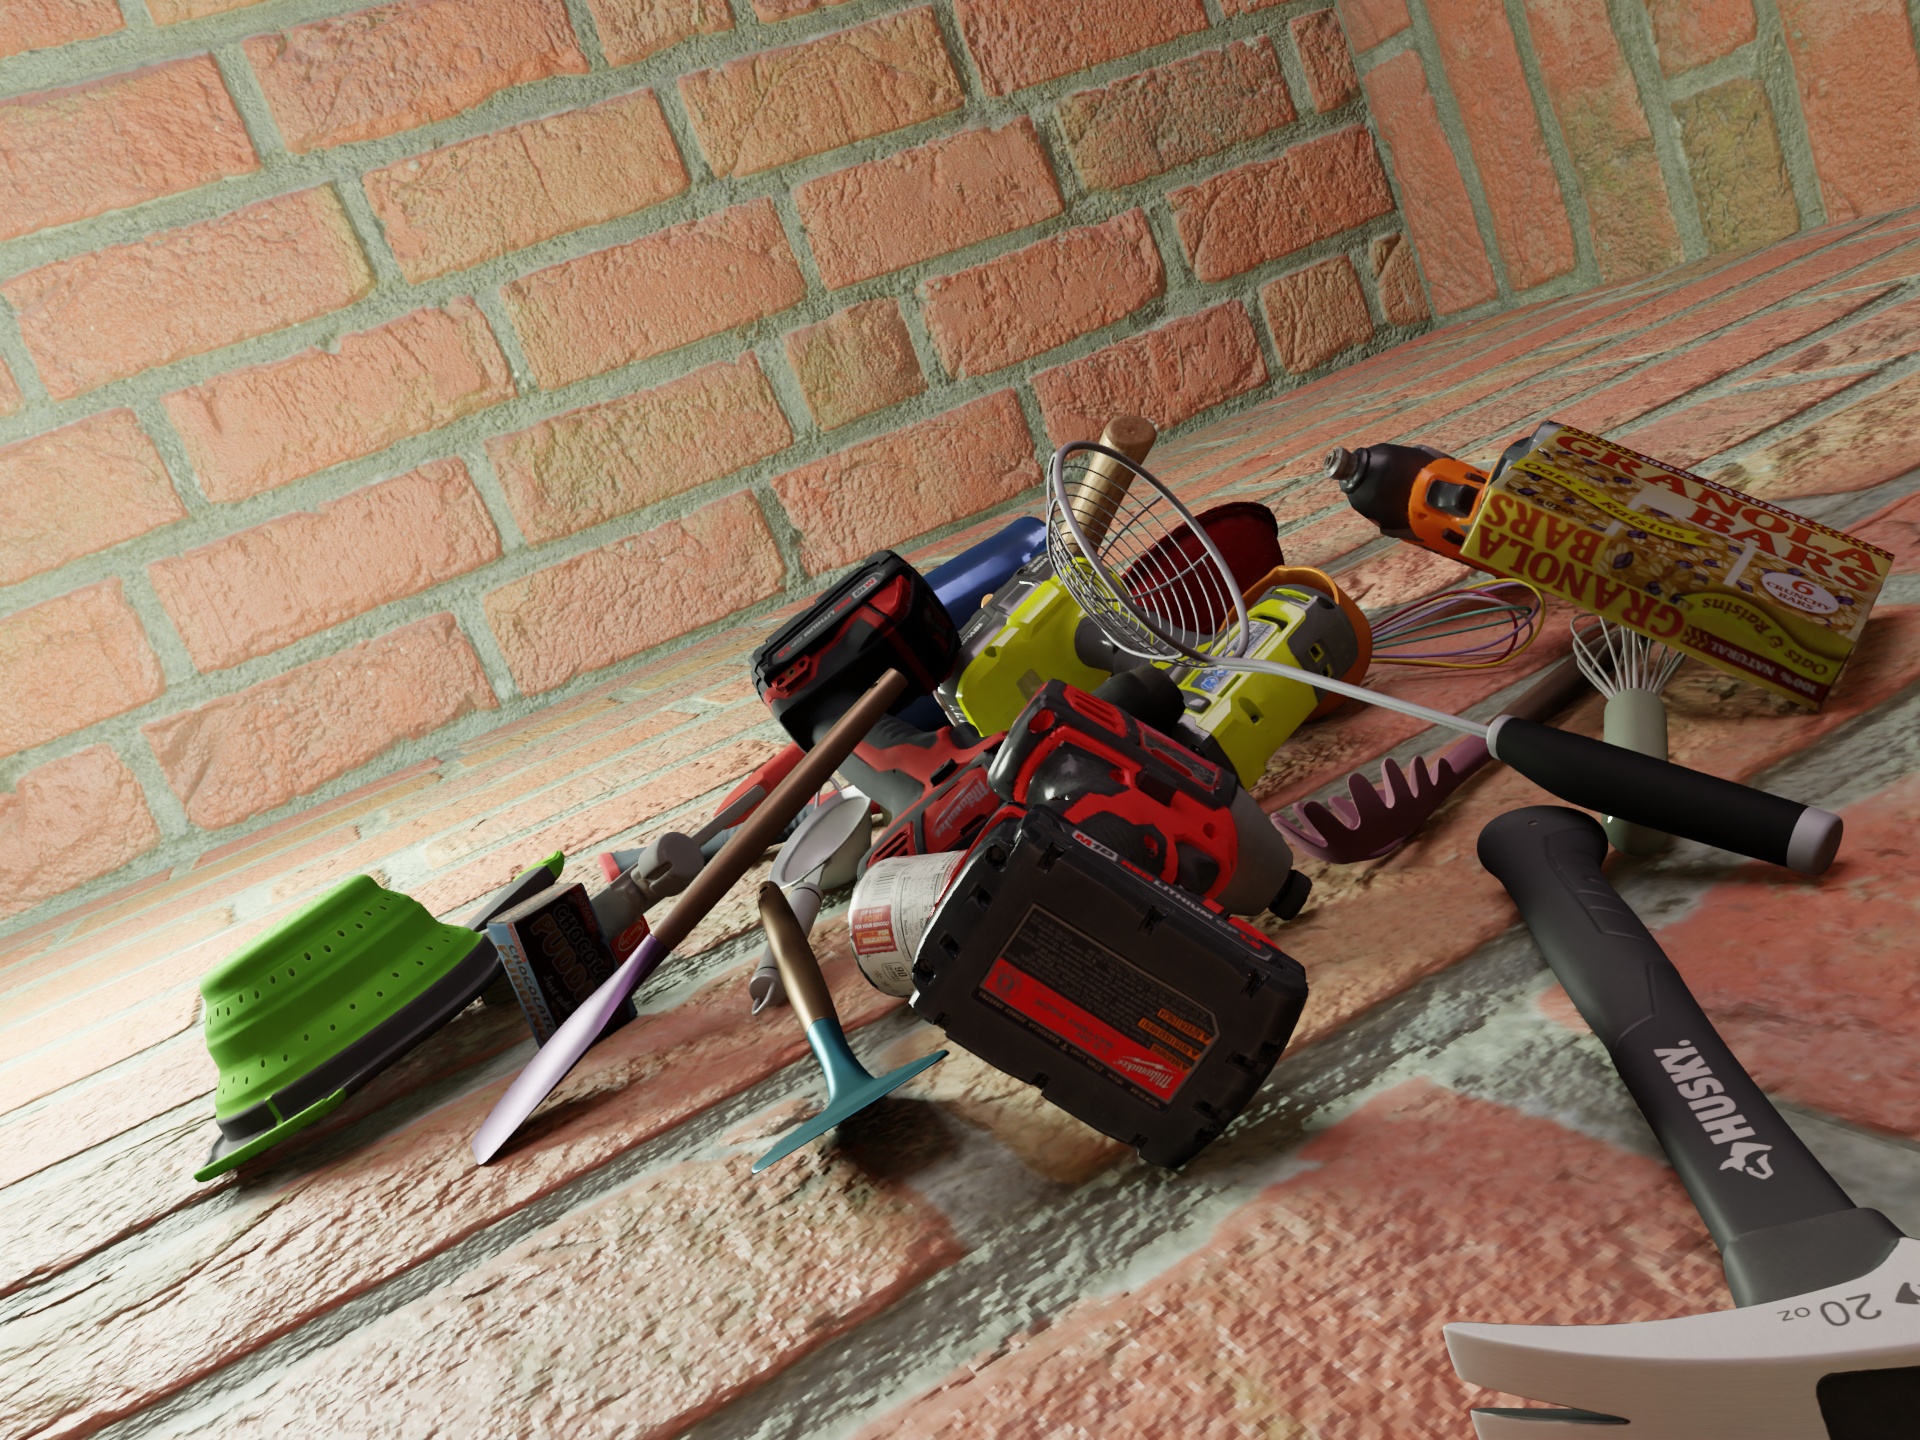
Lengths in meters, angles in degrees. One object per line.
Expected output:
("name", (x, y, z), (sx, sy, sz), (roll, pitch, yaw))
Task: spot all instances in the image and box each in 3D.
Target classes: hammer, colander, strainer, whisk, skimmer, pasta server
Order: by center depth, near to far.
("hammer", (0.193, 0.090, 0.458), (0.146, 0.035, 0.335), (-18, 11, 11))
("skimmer", (0.177, -0.039, 0.652), (0.364, 0.090, 0.127), (23, 9, 42))
("whisk", (0.296, -0.006, 0.698), (0.058, 0.059, 0.246), (2, 25, 22))
("pasta server", (0.261, -0.004, 0.767), (0.316, 0.040, 0.060), (-28, -5, -36))
("strainer", (-0.086, 0.101, 0.907), (0.087, 0.050, 0.258), (-38, 12, 18))
("whisk", (0.246, -0.041, 0.971), (0.051, 0.047, 0.245), (-15, 0, -39))
("colander", (-0.358, 0.133, 1.007), (0.204, 0.094, 0.397), (-30, 9, 16))
("hammer", (-0.125, 0.042, 1.031), (0.149, 0.036, 0.359), (-36, 4, 37))
("hammer", (0.063, -0.088, 1.098), (0.130, 0.031, 0.331), (-25, -22, -28))
("hammer", (-0.078, 0.055, 1.106), (0.386, 0.038, 0.143), (-17, 11, 19))

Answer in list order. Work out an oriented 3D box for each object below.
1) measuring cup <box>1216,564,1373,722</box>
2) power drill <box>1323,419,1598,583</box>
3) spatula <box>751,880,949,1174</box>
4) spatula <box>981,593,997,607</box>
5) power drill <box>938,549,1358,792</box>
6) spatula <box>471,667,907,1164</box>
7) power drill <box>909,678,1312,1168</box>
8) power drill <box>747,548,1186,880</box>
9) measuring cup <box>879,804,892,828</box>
("measuring cup", (0.171, -0.029, 0.970), (0.173, 0.052, 0.095), (-24, 44, 41))
("power drill", (0.325, -0.129, 0.961), (0.164, 0.084, 0.226), (19, 6, -12))
("spatula", (-0.069, 0.121, 0.717), (0.082, 0.044, 0.318), (-31, 19, -6))
("spatula", (0.104, -0.065, 1.126), (0.081, 0.041, 0.322), (-23, -18, 30))
("power drill", (0.092, -0.017, 0.909), (0.171, 0.080, 0.223), (-46, 34, -16))
("spatula", (-0.134, 0.092, 0.801), (0.316, 0.018, 0.060), (-49, 19, -13))
("power drill", (0.068, 0.062, 0.595), (0.078, 0.143, 0.220), (-59, -1, 20))
("power drill", (-0.001, -0.003, 0.861), (0.188, 0.080, 0.227), (-39, 43, -1))
("measuring cup", (0.033, 0.050, 0.958), (0.167, 0.038, 0.083), (-3, 21, 15))
